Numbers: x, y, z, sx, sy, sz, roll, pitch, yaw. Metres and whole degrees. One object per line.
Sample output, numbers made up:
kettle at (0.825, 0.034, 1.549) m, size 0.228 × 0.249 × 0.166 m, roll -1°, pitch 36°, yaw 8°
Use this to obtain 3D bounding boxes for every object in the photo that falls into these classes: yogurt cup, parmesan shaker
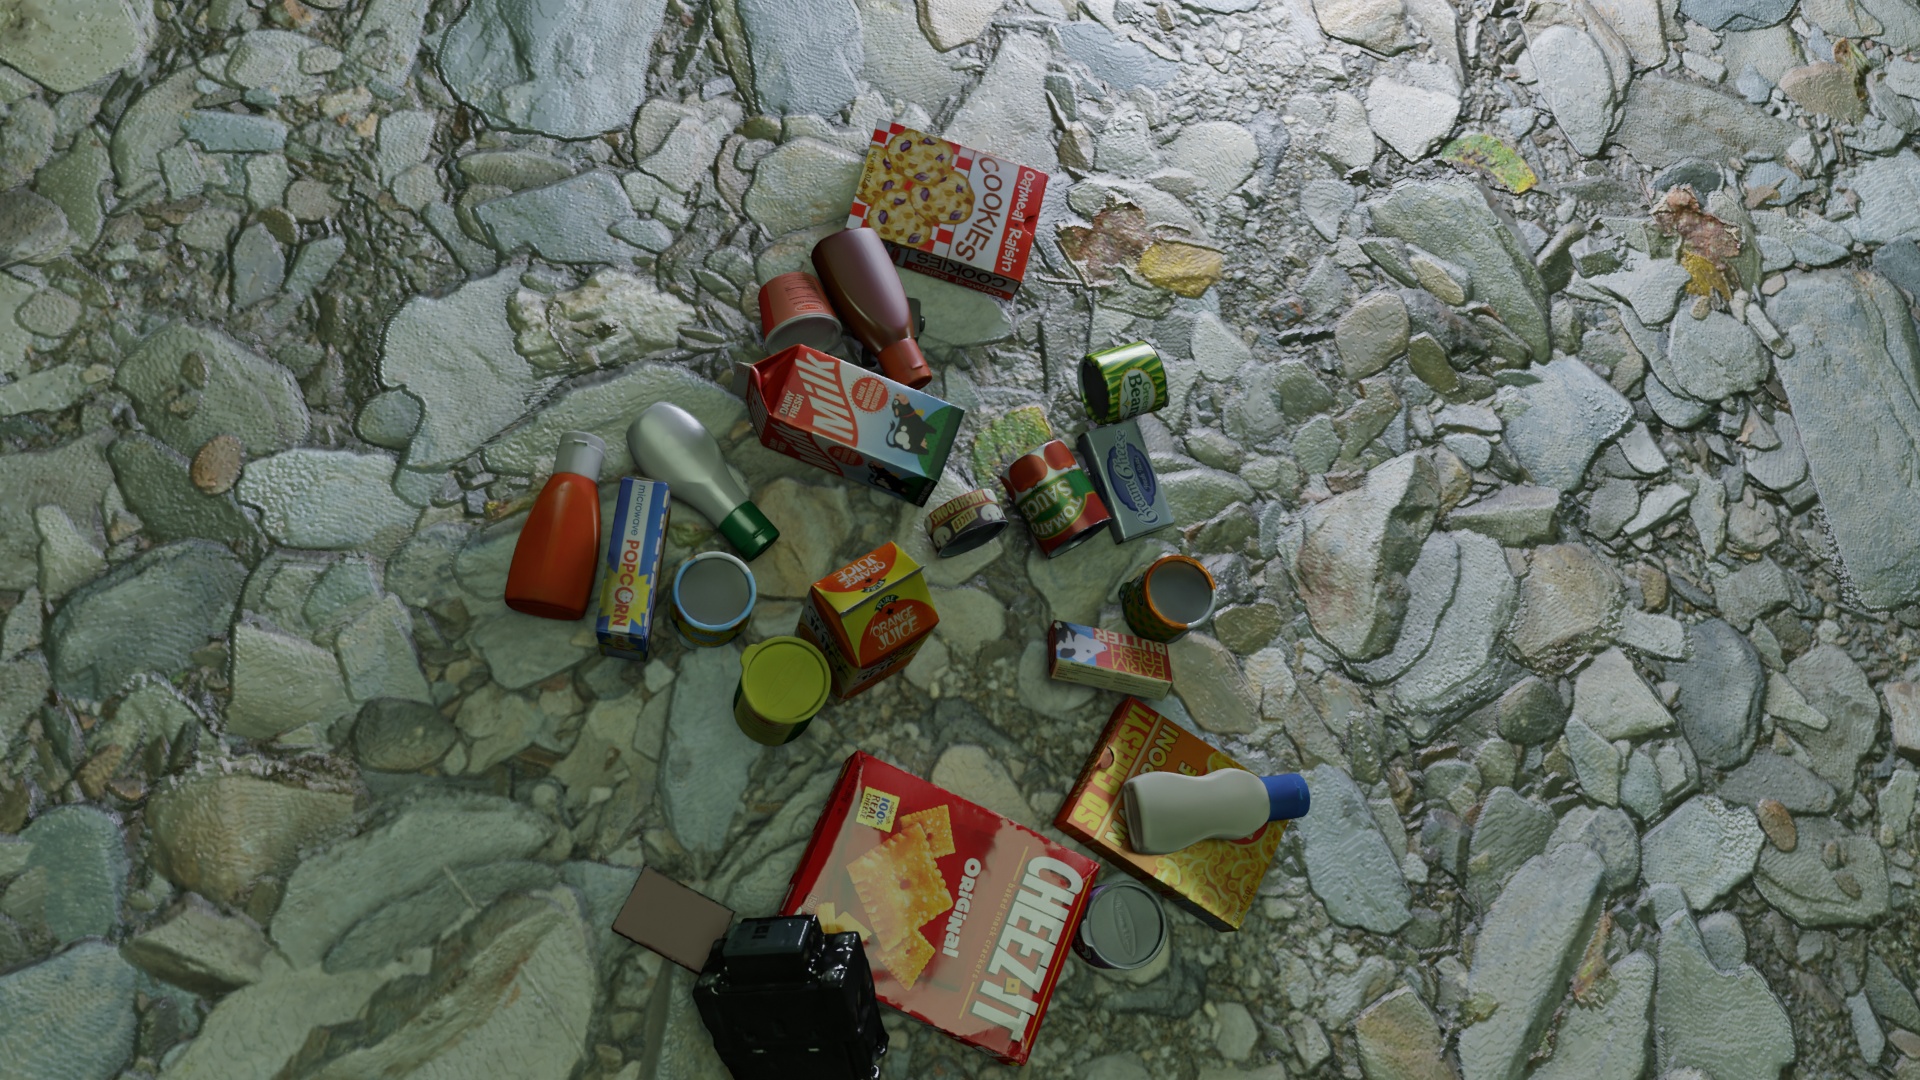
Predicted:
yogurt cup at (-0.142, -0.195, 1.200) m, size 0.072 × 0.072 × 0.054 m, roll -13°, pitch 67°, yaw -17°
parmesan shaker at (-0.142, 0.116, 1.075) m, size 0.071 × 0.102 × 0.071 m, roll 4°, pitch 72°, yaw -12°

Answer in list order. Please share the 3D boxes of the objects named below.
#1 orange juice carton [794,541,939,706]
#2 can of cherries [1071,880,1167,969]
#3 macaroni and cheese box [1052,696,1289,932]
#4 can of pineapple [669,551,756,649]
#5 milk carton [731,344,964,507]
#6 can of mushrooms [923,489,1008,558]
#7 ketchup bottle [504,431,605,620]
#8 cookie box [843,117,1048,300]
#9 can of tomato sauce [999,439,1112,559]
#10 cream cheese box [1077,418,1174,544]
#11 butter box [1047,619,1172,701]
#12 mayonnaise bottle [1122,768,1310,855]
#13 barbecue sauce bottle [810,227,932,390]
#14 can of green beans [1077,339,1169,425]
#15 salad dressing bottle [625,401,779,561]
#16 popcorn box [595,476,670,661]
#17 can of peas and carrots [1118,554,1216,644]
orange juice carton at (-0.072, 0.062, 1.061) m, size 0.072 × 0.192 × 0.073 m, roll -29°, pitch 80°, yaw -19°
can of cherries at (0.120, 0.304, 1.098) m, size 0.071 × 0.058 × 0.071 m, roll 4°, pitch 73°, yaw -12°
macaroni and cheese box at (0.179, 0.225, 1.147) m, size 0.166 × 0.040 × 0.124 m, roll 32°, pitch 67°, yaw -1°
can of pineapple at (-0.198, 0.049, 1.108) m, size 0.071 × 0.057 × 0.071 m, roll 4°, pitch 72°, yaw -12°
milk carton at (-0.102, -0.103, 1.173) m, size 0.191 × 0.072 × 0.074 m, roll 21°, pitch 69°, yaw -5°
can of mushrooms at (0.004, -0.015, 1.170) m, size 0.071 × 0.070 × 0.033 m, roll -21°, pitch 76°, yaw -18°
ketchup bottle at (-0.316, -0.013, 1.109) m, size 0.065 × 0.043 × 0.149 m, roll 11°, pitch 70°, yaw -10°
cookie box at (-0.013, -0.304, 1.278) m, size 0.167 × 0.040 × 0.123 m, roll 16°, pitch 69°, yaw -8°
can of tomato sauce at (0.081, -0.036, 1.195) m, size 0.071 × 0.071 × 0.083 m, roll -27°, pitch 79°, yaw -20°
cream cheese box at (0.147, -0.053, 1.235) m, size 0.053 × 0.024 × 0.104 m, roll -17°, pitch 82°, yaw -18°
butter box at (0.125, 0.101, 1.172) m, size 0.103 × 0.024 × 0.053 m, roll 12°, pitch 35°, yaw -9°
mayonnaise bottle at (0.207, 0.213, 1.114) m, size 0.148 × 0.041 × 0.065 m, roll -3°, pitch 74°, yaw -17°
barbecue sauce bottle at (-0.072, -0.197, 1.202) m, size 0.065 × 0.043 × 0.148 m, roll -21°, pitch 78°, yaw -30°
can of green beans at (0.144, -0.141, 1.246) m, size 0.058 × 0.071 × 0.071 m, roll -17°, pitch 77°, yaw -17°
salad dressing bottle at (-0.211, -0.047, 1.146) m, size 0.064 × 0.044 × 0.147 m, roll -41°, pitch 86°, yaw -23°
popcorn box at (-0.255, 0.023, 1.089) m, size 0.038 × 0.085 × 0.127 m, roll 8°, pitch 71°, yaw -9°
can of peas and carrots at (0.178, 0.050, 1.195) m, size 0.071 × 0.058 × 0.071 m, roll 4°, pitch 71°, yaw -12°
